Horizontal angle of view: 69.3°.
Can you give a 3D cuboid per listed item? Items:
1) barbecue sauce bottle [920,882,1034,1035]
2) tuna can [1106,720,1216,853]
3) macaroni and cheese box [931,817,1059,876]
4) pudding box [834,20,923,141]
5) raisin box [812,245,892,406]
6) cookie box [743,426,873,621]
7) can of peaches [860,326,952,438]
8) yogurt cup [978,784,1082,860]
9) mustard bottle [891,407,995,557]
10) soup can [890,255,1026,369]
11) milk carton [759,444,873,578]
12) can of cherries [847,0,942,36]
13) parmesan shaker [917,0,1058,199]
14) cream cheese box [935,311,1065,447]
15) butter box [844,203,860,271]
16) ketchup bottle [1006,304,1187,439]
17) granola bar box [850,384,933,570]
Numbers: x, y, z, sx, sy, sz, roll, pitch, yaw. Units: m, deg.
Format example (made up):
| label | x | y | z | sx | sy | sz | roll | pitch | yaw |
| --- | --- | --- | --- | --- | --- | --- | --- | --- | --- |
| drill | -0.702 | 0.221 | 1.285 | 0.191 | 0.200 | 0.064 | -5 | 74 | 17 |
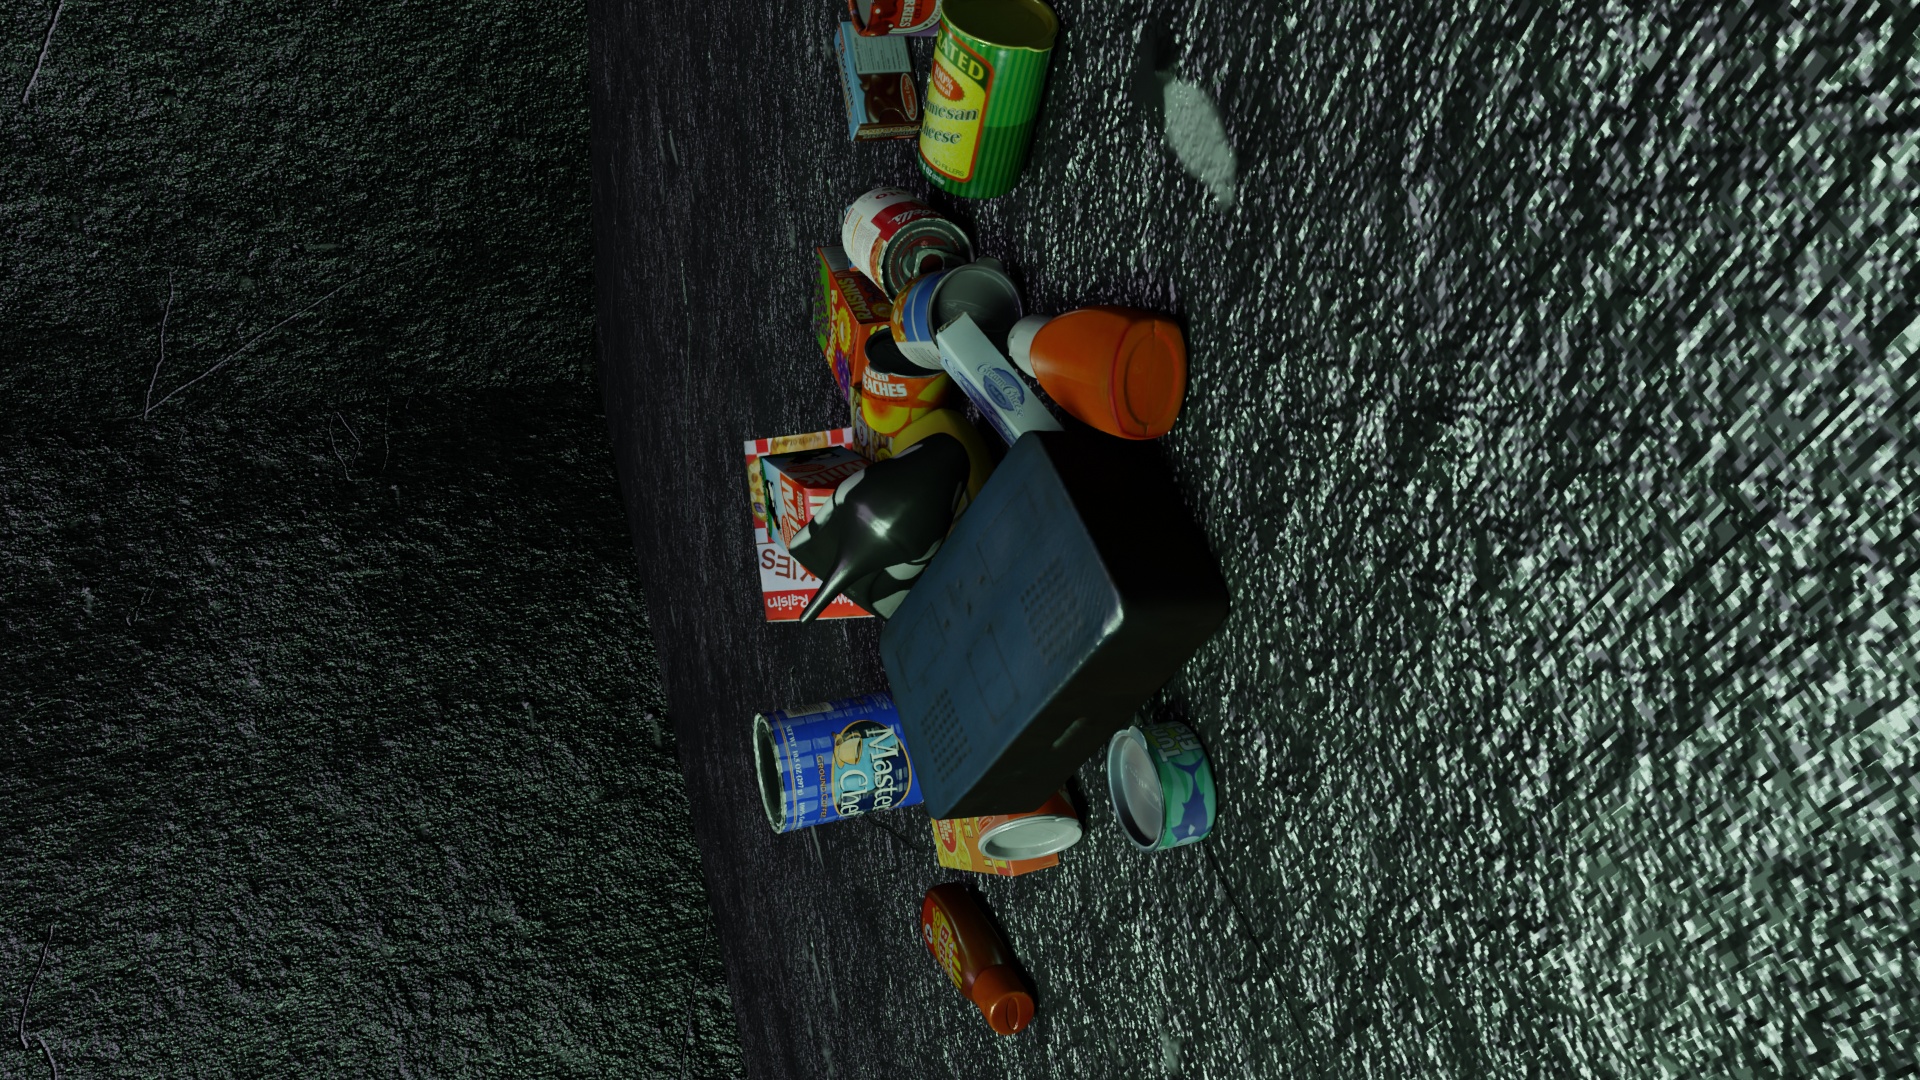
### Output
| label | x | y | z | sx | sy | sz | roll | pitch | yaw |
| --- | --- | --- | --- | --- | --- | --- | --- | --- | --- |
| barbecue sauce bottle | 0.013 | 0.327 | 1.081 | 0.149 | 0.044 | 0.064 | -145 | 50 | -64 |
| tuna can | 0.107 | 0.129 | 0.742 | 0.071 | 0.033 | 0.071 | 173 | 89 | -71 |
| macaroni and cheese box | 0.014 | 0.180 | 1.022 | 0.166 | 0.040 | 0.124 | 148 | 112 | -70 |
| pudding box | -0.061 | -0.335 | 1.012 | 0.030 | 0.050 | 0.084 | 147 | 114 | -71 |
| raisin box | -0.091 | -0.183 | 1.179 | 0.124 | 0.040 | 0.085 | -118 | 28 | -43 |
| cookie box | -0.123 | -0.013 | 1.238 | 0.123 | 0.040 | 0.167 | -5 | 94 | 29 |
| can of peaches | -0.041 | -0.114 | 1.013 | 0.071 | 0.071 | 0.057 | -117 | 25 | -43 |
| yogurt cup | 0.041 | 0.172 | 0.905 | 0.072 | 0.072 | 0.054 | 110 | 155 | -54 |
| mustard bottle | 0.003 | -0.012 | 0.941 | 0.065 | 0.049 | 0.161 | -33 | 63 | 23 |
| soup can | -0.002 | -0.146 | 0.898 | 0.084 | 0.071 | 0.071 | -161 | 65 | -69 |
| milk carton | -0.099 | -0.022 | 1.090 | 0.191 | 0.073 | 0.072 | -147 | 50 | -65 |
| can of cherries | -0.040 | -0.369 | 0.924 | 0.071 | 0.058 | 0.071 | 173 | 89 | -71 |
| parmesan shaker | 0.015 | -0.256 | 0.802 | 0.102 | 0.071 | 0.071 | 104 | 151 | -49 |
| cream cheese box | 0.026 | -0.083 | 0.820 | 0.104 | 0.024 | 0.053 | 51 | 174 | 10 |
| butter box | -0.067 | -0.246 | 1.107 | 0.103 | 0.024 | 0.053 | -166 | 69 | -70 |
| ketchup bottle | 0.068 | -0.097 | 0.746 | 0.149 | 0.043 | 0.064 | -145 | 55 | -65 |
| granola bar box | -0.044 | -0.043 | 1.098 | 0.166 | 0.039 | 0.123 | -133 | 38 | -59 |
